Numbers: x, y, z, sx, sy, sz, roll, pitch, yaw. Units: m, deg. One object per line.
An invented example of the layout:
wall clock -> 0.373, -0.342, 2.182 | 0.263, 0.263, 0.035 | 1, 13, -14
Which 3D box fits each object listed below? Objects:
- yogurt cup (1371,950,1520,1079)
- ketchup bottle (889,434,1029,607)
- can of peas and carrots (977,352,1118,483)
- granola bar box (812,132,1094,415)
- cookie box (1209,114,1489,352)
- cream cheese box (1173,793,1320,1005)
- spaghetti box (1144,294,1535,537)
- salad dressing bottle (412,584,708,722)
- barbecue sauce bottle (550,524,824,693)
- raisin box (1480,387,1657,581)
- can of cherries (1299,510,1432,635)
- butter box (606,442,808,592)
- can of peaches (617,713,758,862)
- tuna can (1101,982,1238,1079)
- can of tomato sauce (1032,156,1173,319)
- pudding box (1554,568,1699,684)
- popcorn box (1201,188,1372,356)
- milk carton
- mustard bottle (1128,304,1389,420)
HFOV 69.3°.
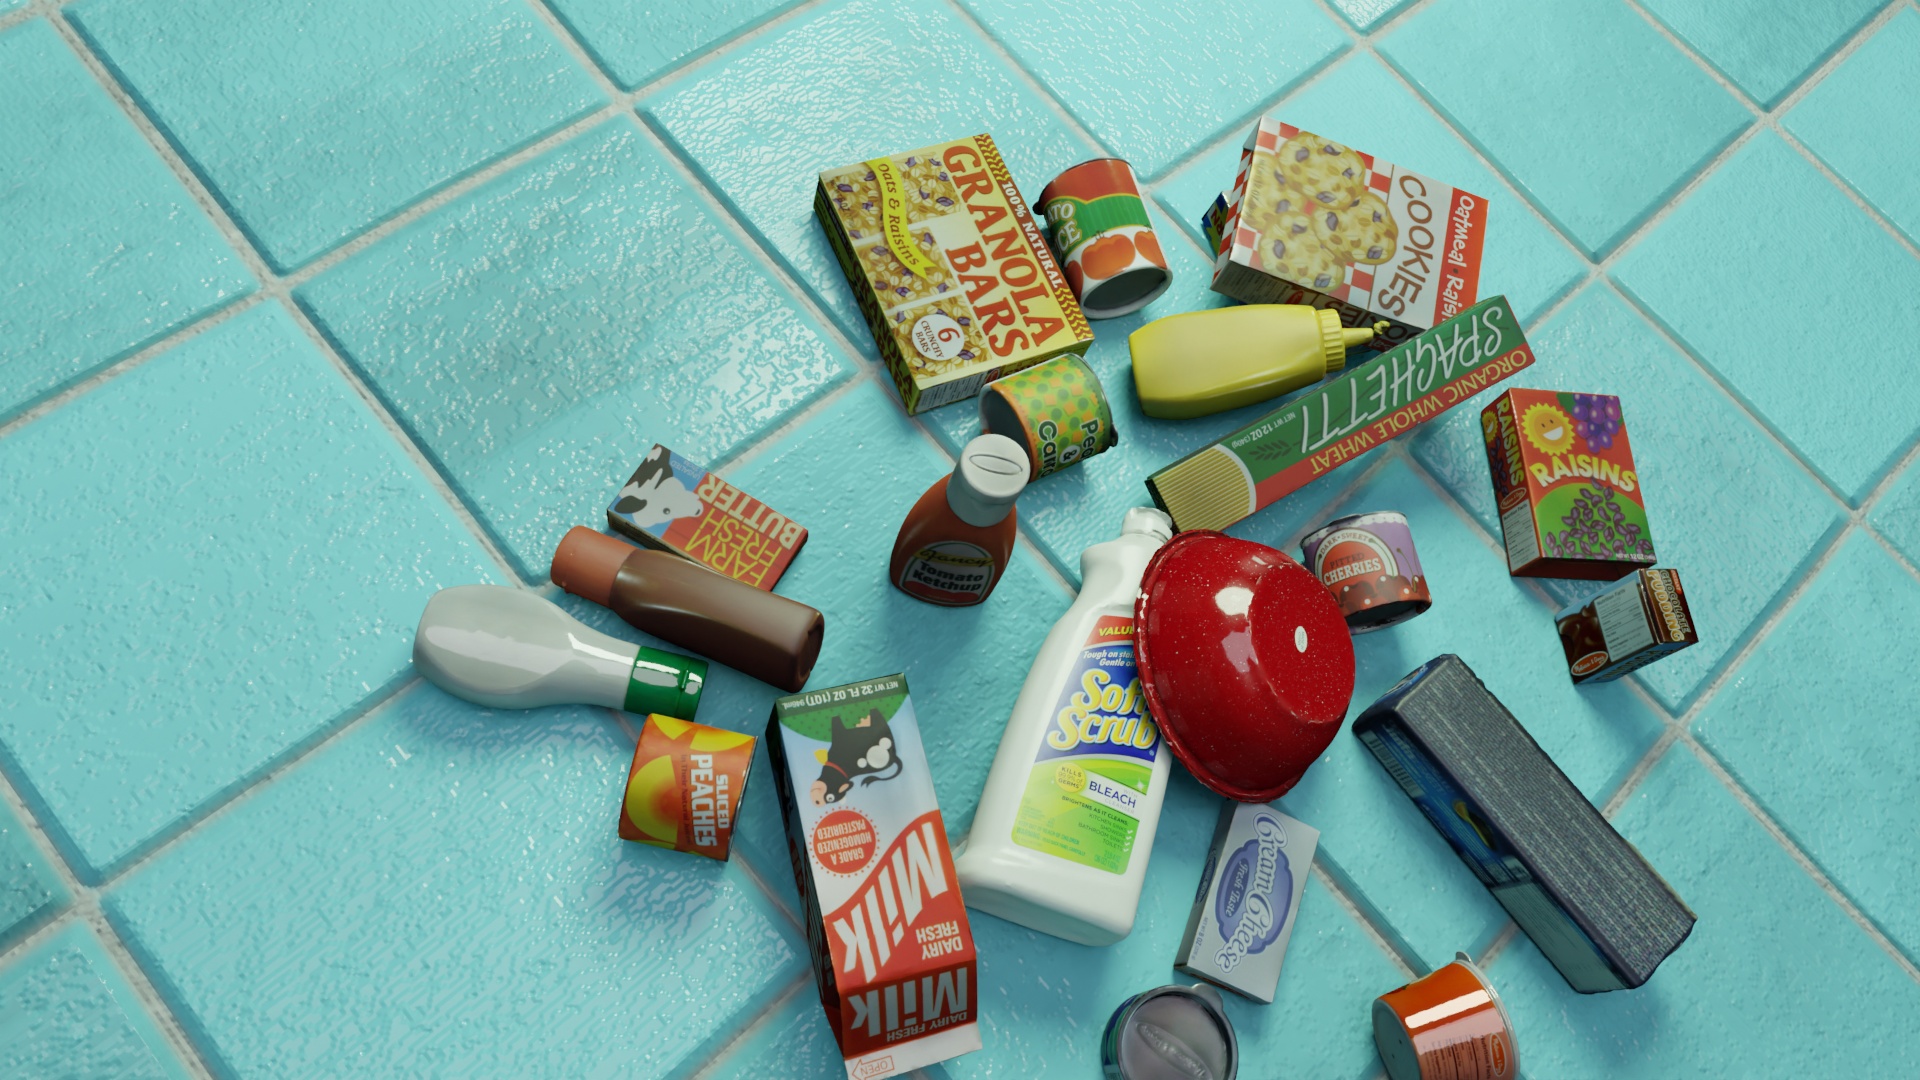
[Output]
yogurt cup -> 0.258, 0.266, 0.747 | 0.054, 0.072, 0.072 | -13, 71, -9
ketchup bottle -> 0.003, -0.010, 0.761 | 0.065, 0.148, 0.044 | 12, 64, -7
can of peas and carrots -> 0.052, -0.072, 0.844 | 0.059, 0.070, 0.071 | -23, 74, -19
granola bar box -> -0.006, -0.173, 0.890 | 0.124, 0.039, 0.166 | -19, 72, -18
cookie box -> 0.258, -0.194, 0.914 | 0.167, 0.040, 0.123 | 19, 65, -5
cream cheese box -> 0.161, 0.199, 0.775 | 0.053, 0.024, 0.104 | 25, 64, -2
spaghetti box -> 0.235, -0.074, 0.858 | 0.250, 0.028, 0.050 | -28, 93, -2
salad dressing bottle -> -0.211, 0.065, 0.741 | 0.148, 0.043, 0.064 | 15, 63, -7
barbecue sauce bottle -> -0.149, 0.035, 0.759 | 0.148, 0.064, 0.044 | 21, 63, 7
raisin box -> 0.402, -0.037, 0.922 | 0.086, 0.040, 0.124 | 2, 68, -11
can of cherries -> 0.245, 0.021, 0.845 | 0.071, 0.071, 0.058 | -5, 70, -14
butter box -> -0.144, -0.008, 0.797 | 0.103, 0.024, 0.053 | 29, 65, 1
can of peaches -> -0.140, 0.127, 0.714 | 0.058, 0.071, 0.071 | 14, 65, -5
tuna can -> 0.110, 0.267, 0.730 | 0.071, 0.032, 0.071 | 5, 67, -11
can of tomato sauce -> 0.093, -0.196, 0.907 | 0.071, 0.071, 0.083 | -12, 71, -17
pudding box -> 0.410, 0.054, 0.860 | 0.030, 0.083, 0.050 | 0, 67, -16
popcorn box -> 0.229, -0.183, 0.946 | 0.085, 0.038, 0.127 | -13, 71, -18
milk carton -> -0.045, 0.173, 0.714 | 0.072, 0.073, 0.191 | -10, 70, -16
mustard bottle -> 0.189, -0.117, 0.875 | 0.160, 0.048, 0.065 | -8, 75, 9
